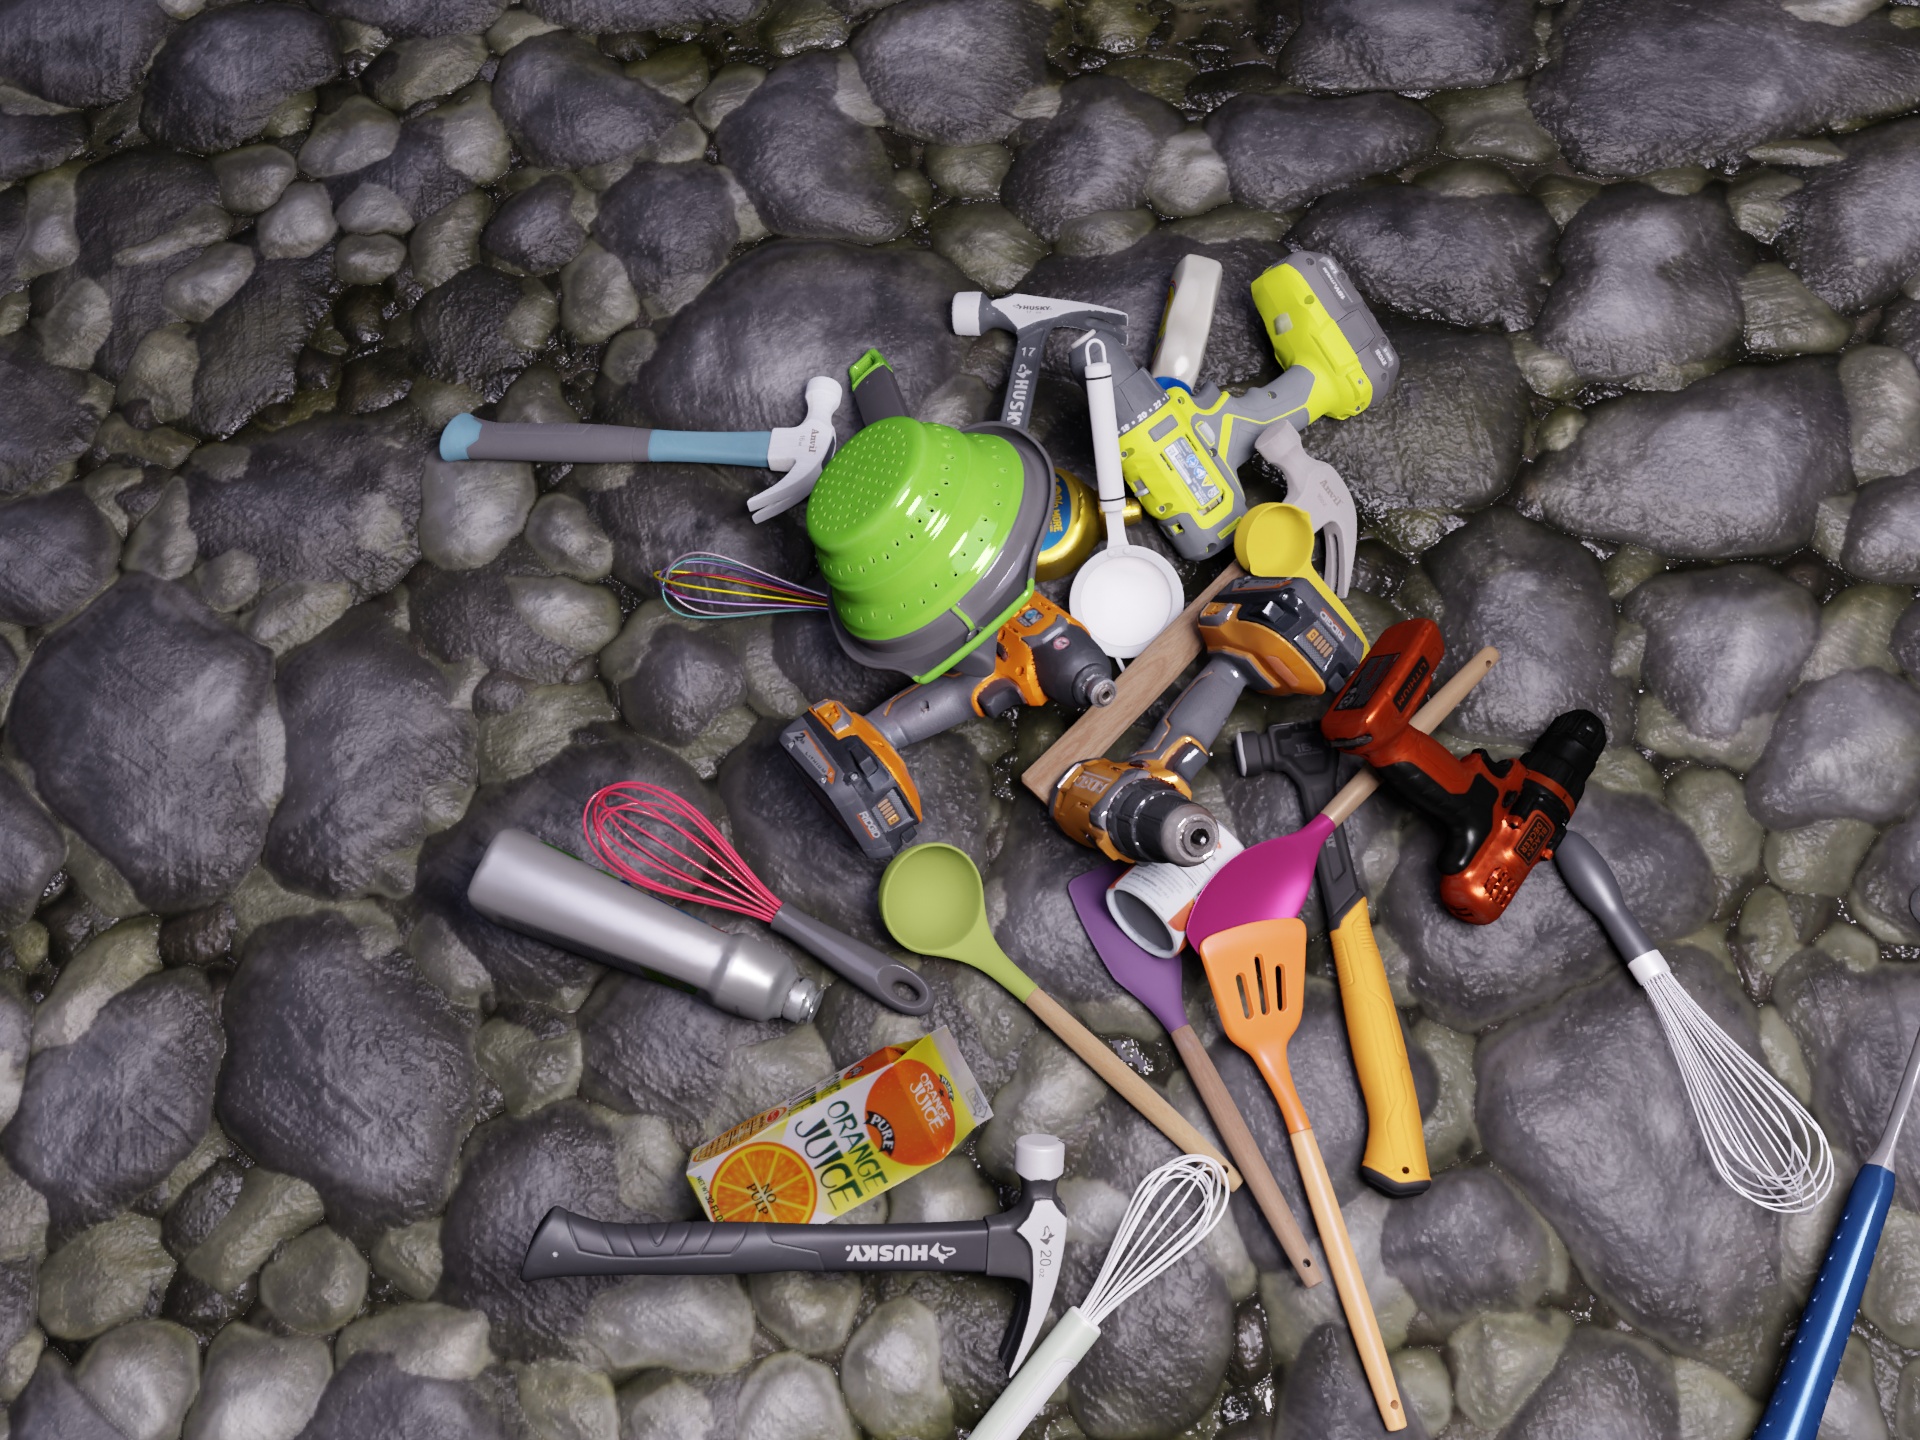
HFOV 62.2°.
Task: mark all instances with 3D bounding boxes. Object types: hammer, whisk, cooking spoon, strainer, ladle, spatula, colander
[{"bbox_3d":[0.039,-0.194,1.216,0.149,0.036,0.409,4,52,9],"label":"hammer"},{"bbox_3d":[0.086,0.377,1.016,0.246,0.057,0.059,-49,39,-10],"label":"whisk"},{"bbox_3d":[0.272,0.053,1.108,0.319,0.017,0.068,-42,105,-15],"label":"cooking spoon"},{"bbox_3d":[0.170,-0.062,1.183,0.331,0.031,0.130,-46,108,-6],"label":"hammer"},{"bbox_3d":[0.116,-0.156,1.193,0.087,0.050,0.258,-8,107,1],"label":"strainer"},{"bbox_3d":[0.068,0.203,1.088,0.320,0.062,0.078,41,74,17],"label":"ladle"},{"bbox_3d":[-0.146,0.129,1.141,0.296,0.073,0.073,30,72,10],"label":"whisk"},{"bbox_3d":[-0.268,-0.230,1.320,0.331,0.033,0.128,3,66,7],"label":"hammer"},{"bbox_3d":[0.163,0.232,1.080,0.060,0.018,0.316,-21,62,-10],"label":"spatula"},{"bbox_3d":[0.232,0.290,1.034,0.081,0.041,0.323,-9,69,-18],"label":"spatula"},{"bbox_3d":[0.280,0.155,1.100,0.127,0.034,0.337,-8,66,3],"label":"hammer"},{"bbox_3d":[-0.101,0.333,0.989,0.334,0.035,0.146,2,92,-9],"label":"hammer"},{"bbox_3d":[0.476,0.193,1.056,0.070,0.070,0.285,-22,61,-4],"label":"whisk"},{"bbox_3d":[-0.122,-0.092,1.241,0.245,0.047,0.051,10,76,6],"label":"whisk"},{"bbox_3d":[0.573,0.267,0.985,0.035,0.144,0.405,23,77,17],"label":"hammer"},{"bbox_3d":[-0.059,-0.196,1.176,0.204,0.094,0.398,-39,39,17],"label":"colander"}]

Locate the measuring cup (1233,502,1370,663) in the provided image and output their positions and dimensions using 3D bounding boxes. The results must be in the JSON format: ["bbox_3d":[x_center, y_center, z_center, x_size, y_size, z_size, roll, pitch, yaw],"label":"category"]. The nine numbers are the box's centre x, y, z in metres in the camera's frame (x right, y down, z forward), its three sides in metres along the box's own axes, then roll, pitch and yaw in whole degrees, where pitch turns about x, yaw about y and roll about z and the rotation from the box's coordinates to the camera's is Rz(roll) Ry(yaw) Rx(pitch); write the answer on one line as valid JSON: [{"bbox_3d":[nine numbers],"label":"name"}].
[{"bbox_3d":[0.255,-0.098,1.176,0.062,0.156,0.029,-46,26,-7],"label":"measuring cup"}]

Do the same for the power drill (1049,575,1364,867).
[{"bbox_3d":[0.172,0.006,1.082,0.084,0.185,0.226,45,81,-17],"label":"power drill"}]

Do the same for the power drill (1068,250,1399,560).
[{"bbox_3d":[0.208,-0.261,1.231,0.228,0.080,0.190,-38,100,-13],"label":"power drill"}]

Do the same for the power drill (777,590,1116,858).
[{"bbox_3d":[-0.002,-0.004,1.141,0.226,0.084,0.164,-36,37,-10],"label":"power drill"}]
